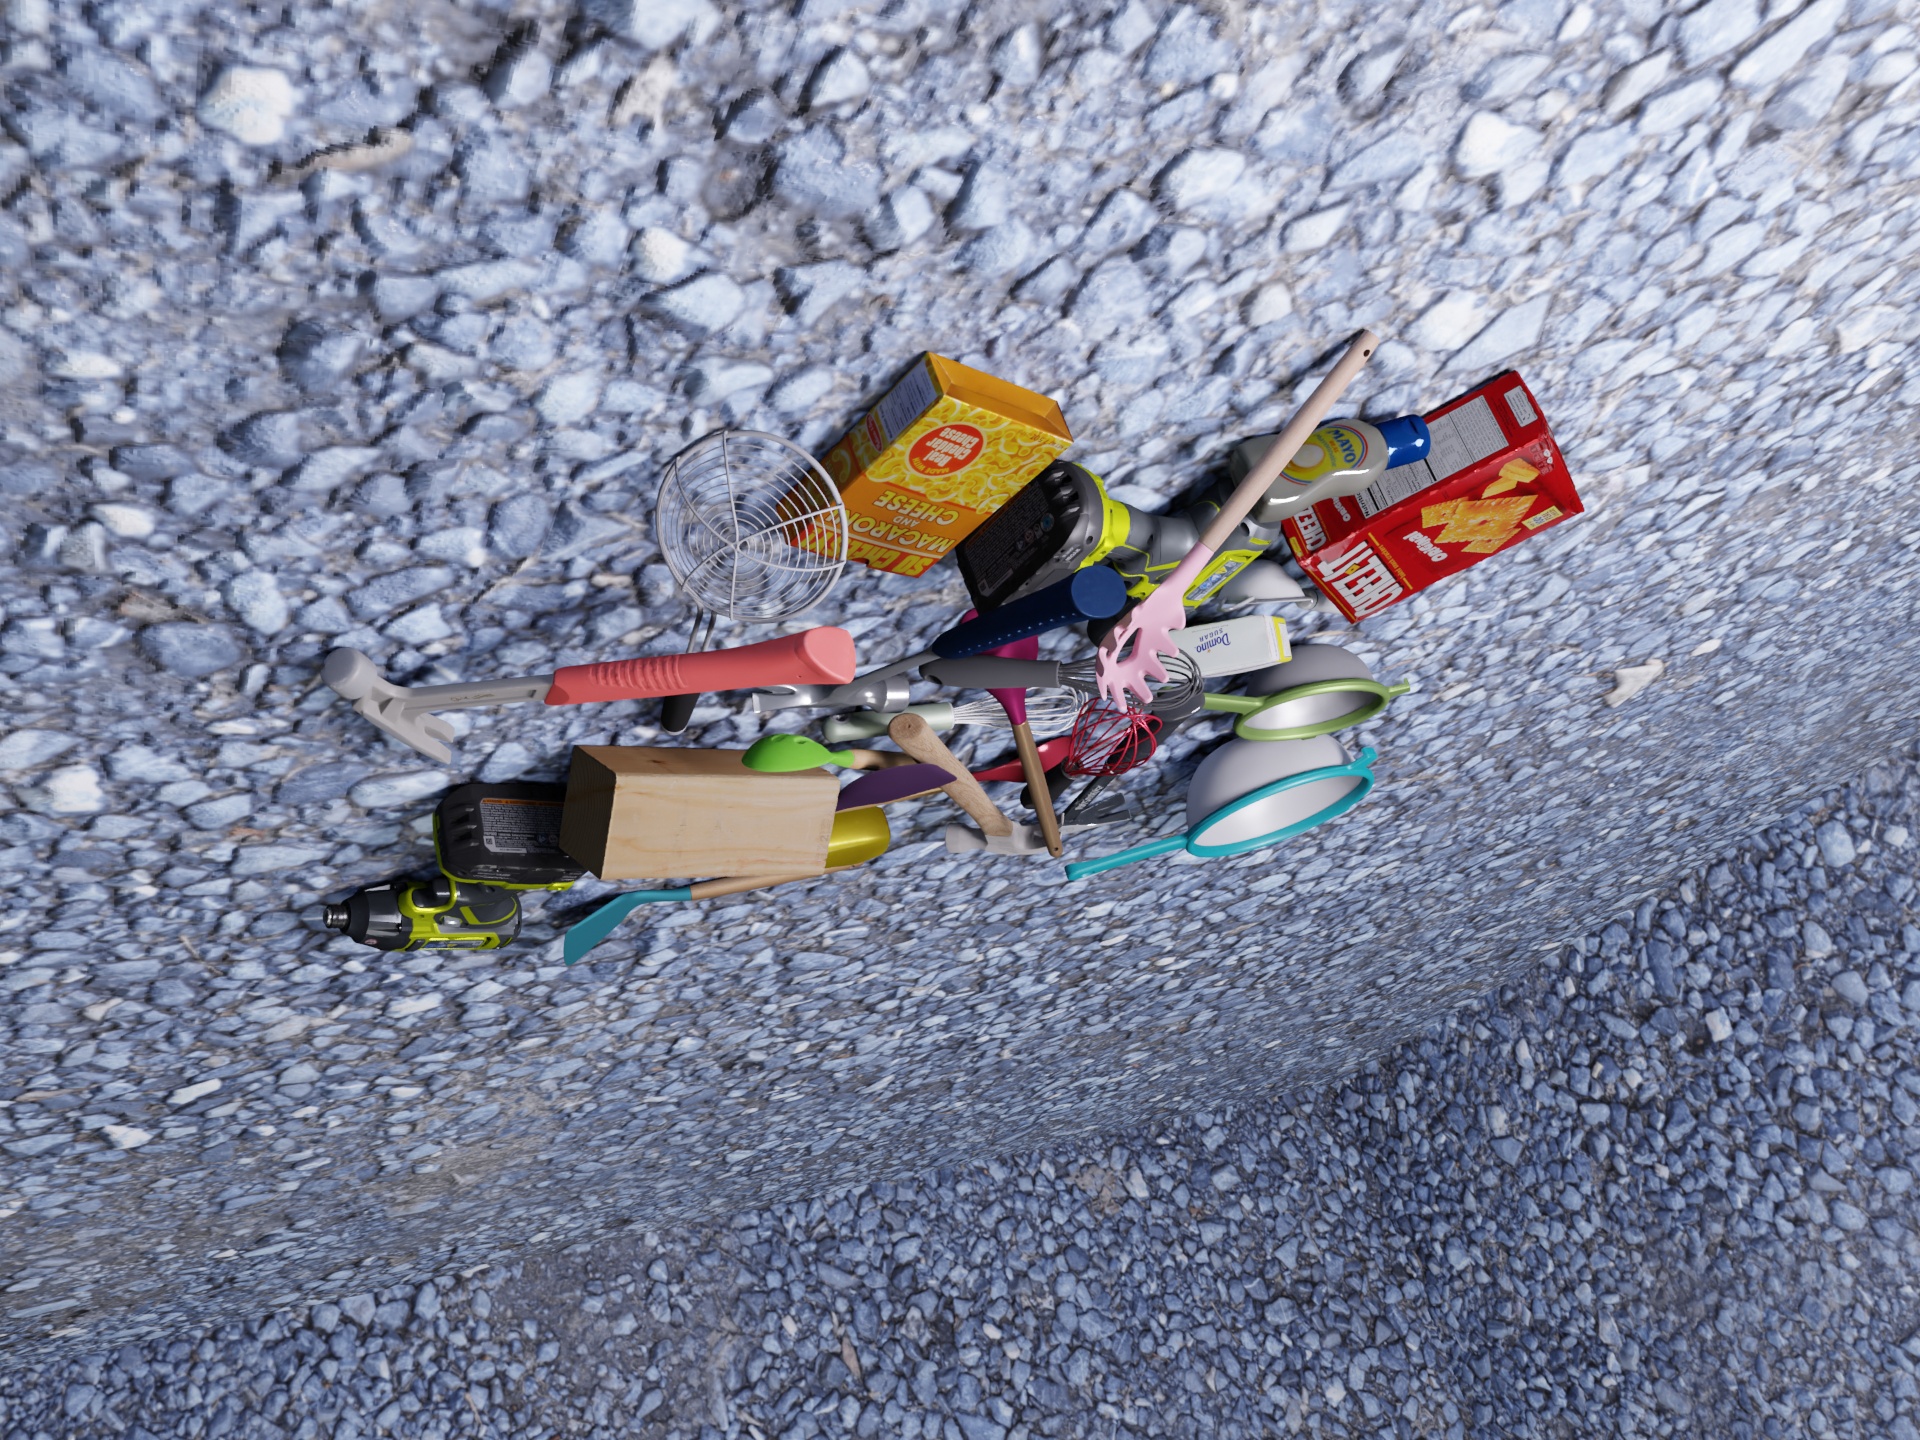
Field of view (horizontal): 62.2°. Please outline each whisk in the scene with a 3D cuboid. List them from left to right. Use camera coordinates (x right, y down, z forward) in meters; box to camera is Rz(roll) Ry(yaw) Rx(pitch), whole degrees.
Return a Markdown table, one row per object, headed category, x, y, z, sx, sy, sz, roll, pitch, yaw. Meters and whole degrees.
| category | x | y | z | sx | sy | sz | roll | pitch | yaw |
| --- | --- | --- | --- | --- | --- | --- | --- | --- | --- |
| whisk | -0.002 | -0.004 | 1.404 | 0.246 | 0.058 | 0.059 | -7 | 118 | -15 |
| whisk | 0.078 | -0.038 | 1.280 | 0.239 | 0.055 | 0.055 | 2 | 161 | 19 |
| whisk | 0.108 | 0.037 | 1.453 | 0.073 | 0.073 | 0.295 | -9 | 166 | -19 |

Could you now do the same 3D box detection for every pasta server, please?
| category | x | y | z | sx | sy | sz | roll | pitch | yaw |
| --- | --- | --- | --- | --- | --- | --- | --- | --- | --- |
| pasta server | 0.197 | -0.143 | 1.136 | 0.060 | 0.040 | 0.316 | 27 | 106 | -38 |

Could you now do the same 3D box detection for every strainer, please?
| category | x | y | z | sx | sy | sz | roll | pitch | yaw |
| --- | --- | --- | --- | --- | --- | --- | --- | --- | --- |
| strainer | 0.264 | 0.081 | 1.694 | 0.340 | 0.095 | 0.210 | -17 | 159 | -2 |
| strainer | 0.288 | -0.037 | 1.511 | 0.256 | 0.069 | 0.151 | 4 | 158 | -30 |
| strainer | 0.300 | -0.110 | 1.404 | 0.087 | 0.050 | 0.258 | 4 | -179 | 41 |

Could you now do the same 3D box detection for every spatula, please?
| category | x | y | z | sx | sy | sz | roll | pitch | yaw |
| --- | --- | --- | --- | --- | --- | --- | --- | --- | --- |
| spatula | -0.246 | 0.180 | 1.607 | 0.317 | 0.044 | 0.082 | -10 | 150 | -20 |
| spatula | -0.143 | 0.083 | 1.436 | 0.316 | 0.018 | 0.059 | -19 | 148 | 31 |

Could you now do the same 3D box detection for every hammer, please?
| category | x | y | z | sx | sy | sz | roll | pitch | yaw |
| --- | --- | --- | --- | --- | --- | --- | --- | --- | --- |
| hammer | -0.243 | -0.022 | 1.090 | 0.359 | 0.037 | 0.149 | -5 | 157 | 15 |
| hammer | -0.020 | -0.049 | 1.148 | 0.144 | 0.035 | 0.405 | -1 | 172 | -30 |
| hammer | 0.006 | 0.065 | 1.462 | 0.130 | 0.031 | 0.331 | 0 | 159 | 18 |
| hammer | 0.152 | 0.050 | 1.559 | 0.149 | 0.036 | 0.408 | -13 | 164 | -18 |

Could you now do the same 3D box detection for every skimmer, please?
| category | x | y | z | sx | sy | sz | roll | pitch | yaw |
| --- | --- | --- | --- | --- | --- | --- | --- | --- | --- |
| skimmer | -0.170 | -0.079 | 1.132 | 0.127 | 0.090 | 0.363 | 31 | 156 | -4 |

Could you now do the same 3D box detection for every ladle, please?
| category | x | y | z | sx | sy | sz | roll | pitch | yaw |
| --- | --- | --- | --- | --- | --- | --- | --- | --- | --- |
| ladle | -0.035 | 0.064 | 1.540 | 0.315 | 0.031 | 0.069 | -11 | 155 | -13 |

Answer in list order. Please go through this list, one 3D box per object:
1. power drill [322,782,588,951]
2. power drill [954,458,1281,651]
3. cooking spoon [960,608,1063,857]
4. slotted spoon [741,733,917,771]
| category | x | y | z | sx | sy | sz | roll | pitch | yaw |
| --- | --- | --- | --- | --- | --- | --- | --- | --- | --- |
| power drill | -0.427 | 0.137 | 1.363 | 0.171 | 0.080 | 0.223 | 7 | 148 | -43 |
| power drill | 0.110 | -0.119 | 1.216 | 0.228 | 0.080 | 0.190 | 2 | 148 | -42 |
| cooking spoon | 0.056 | 0.017 | 1.397 | 0.069 | 0.017 | 0.318 | -16 | 134 | 2 |
| slotted spoon | -0.088 | 0.033 | 1.381 | 0.070 | 0.031 | 0.313 | 7 | 180 | 26 |
